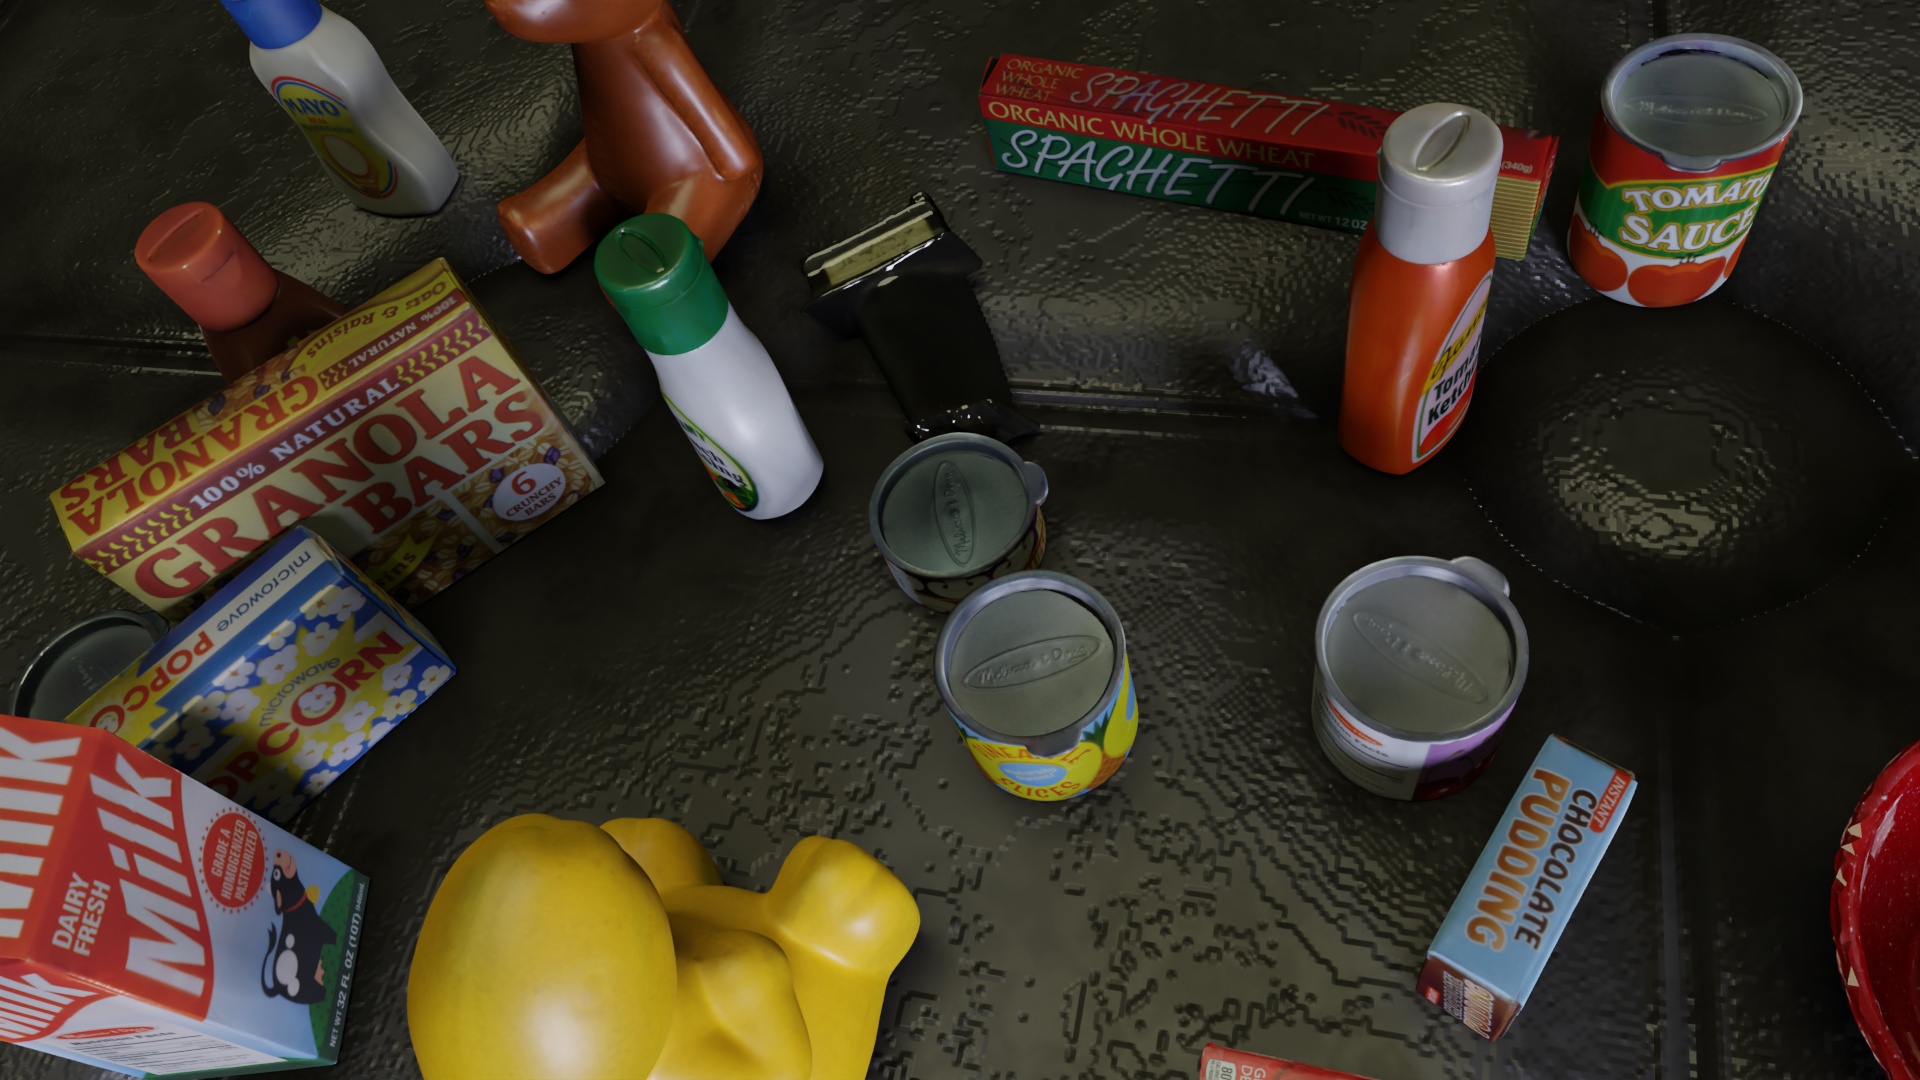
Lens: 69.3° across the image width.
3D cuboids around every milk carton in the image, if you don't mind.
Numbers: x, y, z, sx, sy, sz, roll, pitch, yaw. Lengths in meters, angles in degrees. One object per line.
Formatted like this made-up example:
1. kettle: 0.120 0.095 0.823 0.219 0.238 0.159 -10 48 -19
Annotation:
1. milk carton: -0.279 0.117 0.445 0.073 0.189 0.072 -9 58 8

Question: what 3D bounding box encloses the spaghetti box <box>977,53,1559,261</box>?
1. spaghetti box: 0.126 -0.171 0.611 0.250 0.050 0.029 16 64 21

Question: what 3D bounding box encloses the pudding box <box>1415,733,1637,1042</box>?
1. pudding box: 0.175 0.108 0.431 0.030 0.049 0.084 28 69 26

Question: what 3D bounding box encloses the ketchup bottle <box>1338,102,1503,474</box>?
1. ketchup bottle: 0.163 -0.087 0.493 0.043 0.148 0.065 30 70 27

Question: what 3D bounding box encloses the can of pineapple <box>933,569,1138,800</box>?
1. can of pineapple: 0.028 0.054 0.492 0.071 0.057 0.071 -6 59 10

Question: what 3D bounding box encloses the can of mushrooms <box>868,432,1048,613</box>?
1. can of mushrooms: 0.002 -0.007 0.549 0.071 0.033 0.071 -6 58 9

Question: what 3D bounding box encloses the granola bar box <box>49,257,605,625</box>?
1. granola bar box: -0.244 -0.021 0.560 0.166 0.123 0.039 -35 58 -9

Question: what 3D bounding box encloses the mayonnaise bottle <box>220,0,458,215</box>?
1. mayonnaise bottle: -0.310 -0.224 0.684 0.065 0.147 0.041 8 62 18

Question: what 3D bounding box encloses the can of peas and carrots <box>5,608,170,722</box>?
1. can of peas and carrots: -0.334 0.068 0.565 0.071 0.058 0.071 -6 59 10

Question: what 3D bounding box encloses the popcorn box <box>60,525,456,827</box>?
1. popcorn box: -0.272 0.065 0.537 0.127 0.085 0.038 -44 60 -14

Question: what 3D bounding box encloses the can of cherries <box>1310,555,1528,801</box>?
1. can of cherries: 0.154 0.046 0.468 0.071 0.058 0.072 -6 59 10

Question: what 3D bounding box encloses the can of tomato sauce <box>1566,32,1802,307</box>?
1. can of tomato sauce: 0.277 -0.140 0.538 0.071 0.082 0.071 -6 59 10

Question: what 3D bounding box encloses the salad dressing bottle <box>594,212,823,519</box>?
1. salad dressing bottle: -0.095 -0.064 0.538 0.044 0.147 0.064 -40 59 -12

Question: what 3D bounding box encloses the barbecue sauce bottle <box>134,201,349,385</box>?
1. barbecue sauce bottle: -0.284 -0.080 0.590 0.044 0.148 0.065 27 69 26
